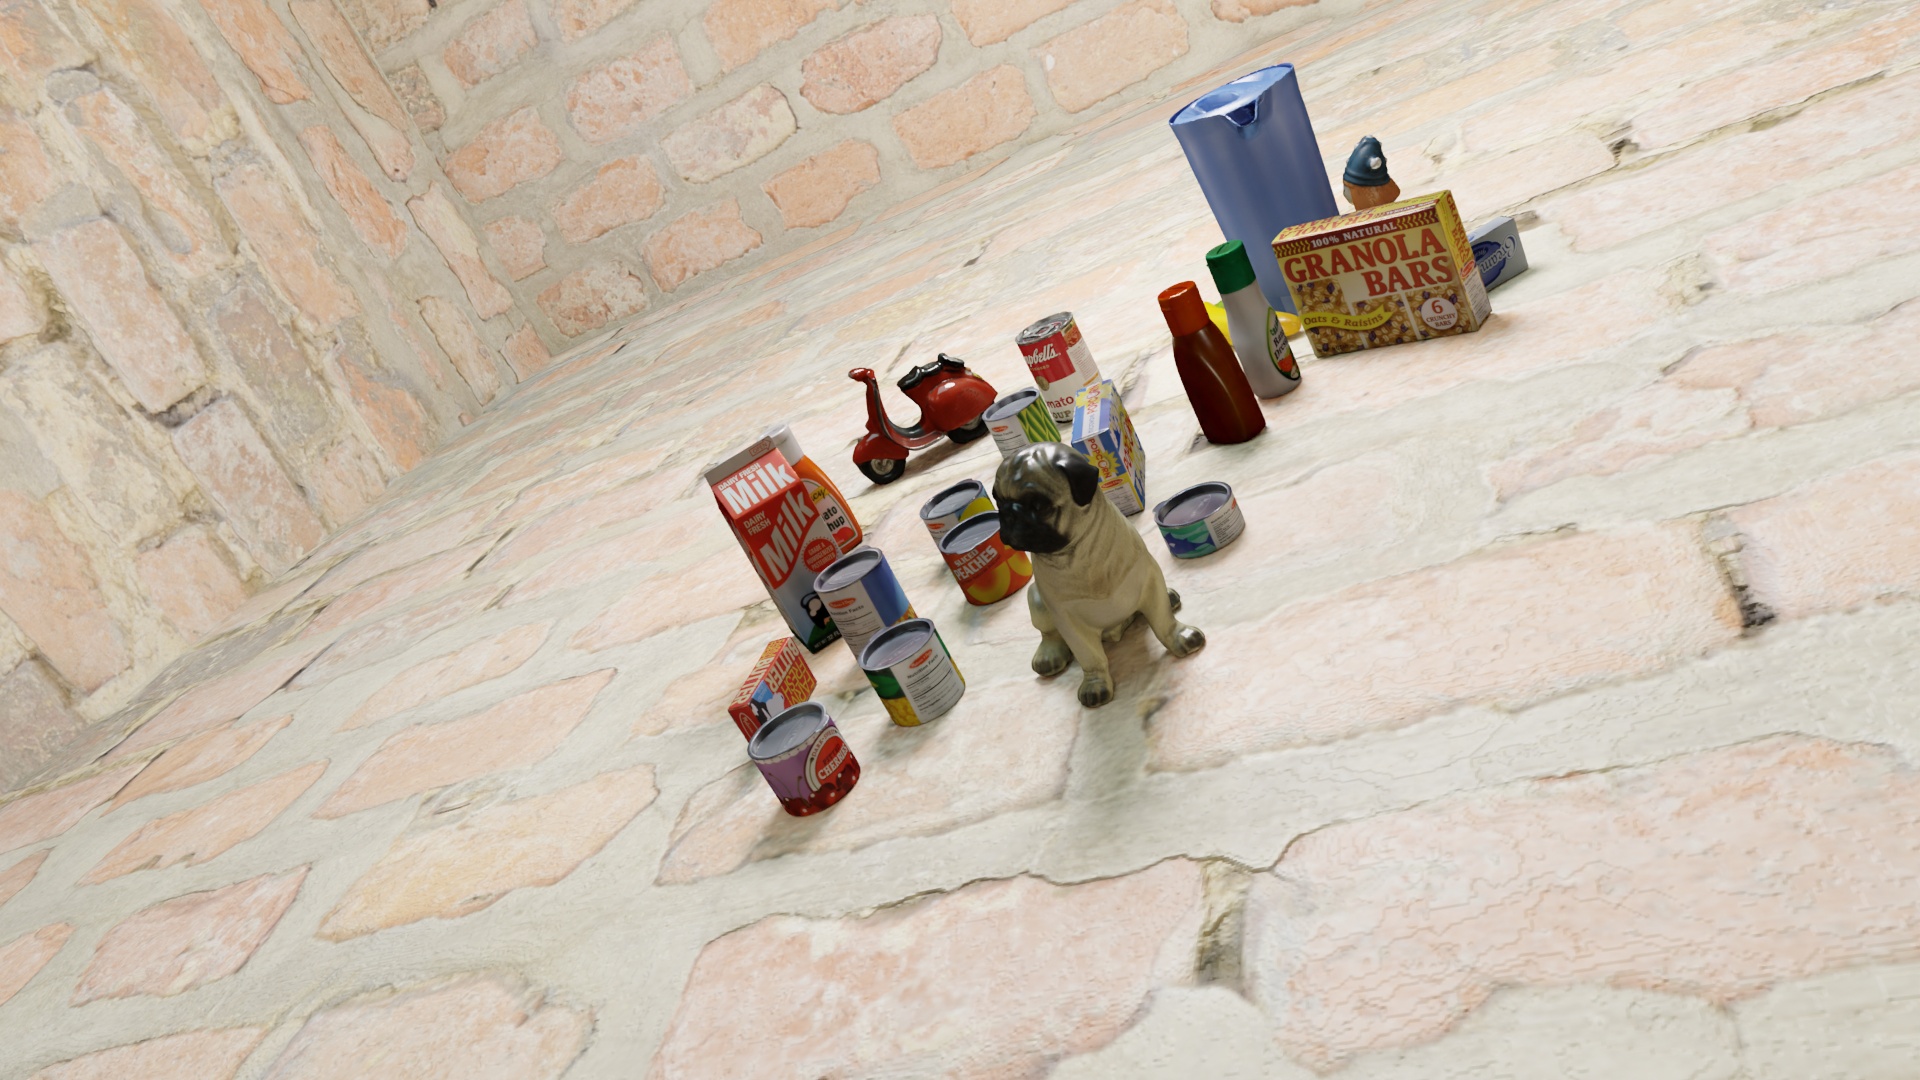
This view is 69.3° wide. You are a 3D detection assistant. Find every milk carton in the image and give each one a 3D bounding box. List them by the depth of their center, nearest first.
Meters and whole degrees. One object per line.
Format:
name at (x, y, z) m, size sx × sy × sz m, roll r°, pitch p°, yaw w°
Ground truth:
milk carton at (-0.159, 0.001, 1.272) m, size 0.072 × 0.190 × 0.073 m, roll -33°, pitch 22°, yaw -12°

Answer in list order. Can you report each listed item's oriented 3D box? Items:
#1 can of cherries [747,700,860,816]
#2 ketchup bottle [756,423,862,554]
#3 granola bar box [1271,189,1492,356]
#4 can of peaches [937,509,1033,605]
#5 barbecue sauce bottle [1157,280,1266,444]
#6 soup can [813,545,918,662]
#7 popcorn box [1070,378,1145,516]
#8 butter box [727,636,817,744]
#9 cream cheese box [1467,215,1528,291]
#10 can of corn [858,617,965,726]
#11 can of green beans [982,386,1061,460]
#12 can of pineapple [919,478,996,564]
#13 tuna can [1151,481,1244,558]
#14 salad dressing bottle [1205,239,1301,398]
can of cherries at (-0.115, 0.163, 1.036) m, size 0.071 × 0.058 × 0.072 m, roll -24°, pitch 22°, yaw 10°
ketchup bottle at (-0.162, -0.051, 1.448) m, size 0.065 × 0.148 × 0.043 m, roll -31°, pitch 21°, yaw -7°
granola bar box at (0.381, -0.239, 1.265) m, size 0.165 × 0.124 × 0.039 m, roll -4°, pitch 31°, yaw 45°
can of peaches at (0.022, 0.016, 1.205) m, size 0.071 × 0.058 × 0.071 m, roll -24°, pitch 22°, yaw 10°
barbecue sauce bottle at (0.220, -0.158, 1.240) m, size 0.044 × 0.148 × 0.065 m, roll -37°, pitch 23°, yaw -23°
soup can at (-0.077, 0.057, 1.195) m, size 0.071 × 0.083 × 0.071 m, roll -24°, pitch 22°, yaw 10°
popcorn box at (0.135, -0.083, 1.258) m, size 0.038 × 0.085 × 0.127 m, roll -21°, pitch 22°, yaw 17°
butter box at (-0.157, 0.130, 1.166) m, size 0.024 × 0.053 × 0.104 m, roll -18°, pitch 23°, yaw 24°
cream cheese box at (0.471, -0.252, 1.284) m, size 0.104 × 0.053 × 0.024 m, roll -30°, pitch 21°, yaw -6°
can of corn at (-0.038, 0.102, 1.083) m, size 0.071 × 0.058 × 0.071 m, roll -24°, pitch 22°, yaw 10°
can of green beans at (0.065, -0.118, 1.456) m, size 0.071 × 0.057 × 0.071 m, roll -24°, pitch 22°, yaw 10°
can of pineapple at (0.005, -0.016, 1.298) m, size 0.071 × 0.057 × 0.071 m, roll -24°, pitch 22°, yaw 10°
tuna can at (0.190, -0.016, 1.114) m, size 0.071 × 0.032 × 0.071 m, roll -24°, pitch 22°, yaw 10°
salad dressing bottle at (0.270, -0.204, 1.286) m, size 0.044 × 0.147 × 0.064 m, roll -12°, pitch 27°, yaw 36°
